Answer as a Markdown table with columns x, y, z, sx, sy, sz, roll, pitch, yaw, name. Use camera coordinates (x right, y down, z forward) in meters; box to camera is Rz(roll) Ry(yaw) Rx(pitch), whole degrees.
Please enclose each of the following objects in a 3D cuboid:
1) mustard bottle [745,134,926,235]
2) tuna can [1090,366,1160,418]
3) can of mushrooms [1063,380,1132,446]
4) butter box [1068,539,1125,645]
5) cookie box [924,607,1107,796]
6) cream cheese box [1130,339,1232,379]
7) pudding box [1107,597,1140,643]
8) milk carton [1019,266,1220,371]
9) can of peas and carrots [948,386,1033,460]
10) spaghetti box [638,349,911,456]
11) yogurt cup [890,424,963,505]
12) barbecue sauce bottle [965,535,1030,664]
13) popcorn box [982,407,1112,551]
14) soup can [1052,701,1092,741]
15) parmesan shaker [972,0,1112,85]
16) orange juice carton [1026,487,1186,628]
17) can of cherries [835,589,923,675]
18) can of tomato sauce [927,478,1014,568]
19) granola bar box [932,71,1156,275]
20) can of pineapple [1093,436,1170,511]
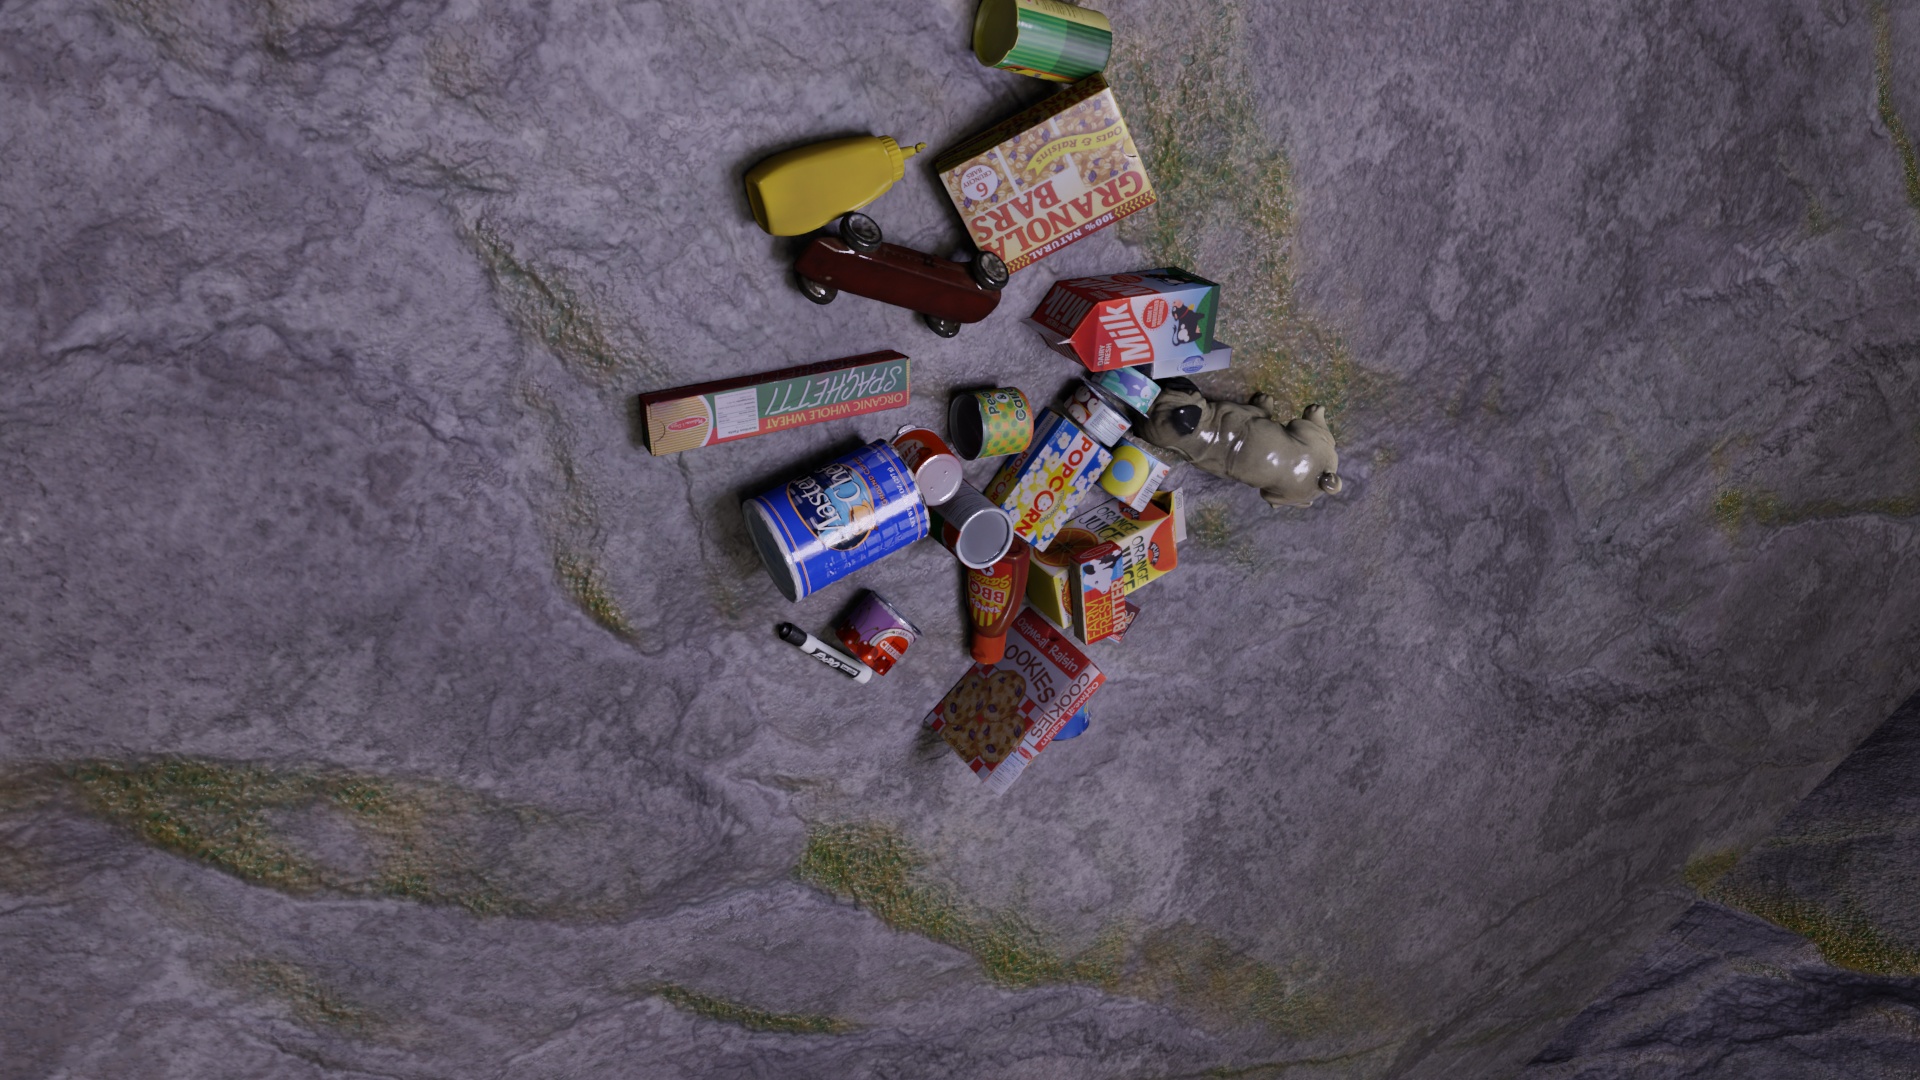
| x | y | z | sx | sy | sz | roll | pitch | yaw | name |
| --- | --- | --- | --- | --- | --- | --- | --- | --- | --- |
| -0.099 | -0.305 | 1.164 | 0.161 | 0.049 | 0.065 | -25 | 126 | -21 | mustard bottle |
| 0.169 | -0.156 | 1.405 | 0.071 | 0.071 | 0.033 | 29 | 96 | -40 | tuna can |
| 0.138 | -0.129 | 1.402 | 0.071 | 0.071 | 0.033 | 31 | 106 | -40 | can of mushrooms |
| 0.141 | 0.054 | 1.430 | 0.053 | 0.024 | 0.103 | -21 | 124 | -22 | butter box |
| 0.057 | 0.167 | 1.468 | 0.167 | 0.123 | 0.040 | -47 | 131 | -3 | cookie box |
| 0.223 | -0.190 | 1.433 | 0.104 | 0.053 | 0.024 | -11 | 118 | -28 | cream cheese box |
| 0.155 | 0.077 | 1.545 | 0.083 | 0.030 | 0.049 | 28 | 98 | -39 | pudding box |
| 0.156 | -0.216 | 1.363 | 0.191 | 0.072 | 0.073 | -12 | 121 | -28 | milk carton |
| 0.030 | -0.115 | 1.337 | 0.059 | 0.071 | 0.070 | -11 | 120 | -29 | can of peas and carrots |
| -0.160 | -0.124 | 1.233 | 0.251 | 0.029 | 0.050 | -14 | 121 | -27 | spaghetti box |
| -0.034 | -0.068 | 1.329 | 0.072 | 0.054 | 0.072 | -16 | 123 | -26 | yogurt cup |
| 0.034 | 0.061 | 1.440 | 0.044 | 0.065 | 0.147 | -41 | 146 | -46 | barbecue sauce bottle |
| 0.086 | -0.062 | 1.421 | 0.085 | 0.038 | 0.126 | 34 | 93 | -40 | popcorn box |
| 0.110 | 0.168 | 1.540 | 0.071 | 0.071 | 0.083 | -20 | 123 | -23 | soup can |
| 0.072 | -0.431 | 1.195 | 0.103 | 0.071 | 0.071 | 0 | 114 | -33 | parmesan shaker |
| 0.164 | 0.010 | 1.488 | 0.193 | 0.073 | 0.071 | -27 | 126 | -19 | orange juice carton |
| -0.080 | 0.093 | 1.373 | 0.058 | 0.071 | 0.071 | -48 | 130 | -2 | can of cherries |
| 0.005 | -0.017 | 1.362 | 0.071 | 0.083 | 0.070 | -15 | 121 | -26 | can of tomato sauce |
| 0.077 | -0.321 | 1.238 | 0.165 | 0.039 | 0.123 | -26 | 130 | 9 | granola bar box |
| 0.177 | -0.072 | 1.459 | 0.071 | 0.071 | 0.058 | 26 | 99 | -39 | can of pineapple |
